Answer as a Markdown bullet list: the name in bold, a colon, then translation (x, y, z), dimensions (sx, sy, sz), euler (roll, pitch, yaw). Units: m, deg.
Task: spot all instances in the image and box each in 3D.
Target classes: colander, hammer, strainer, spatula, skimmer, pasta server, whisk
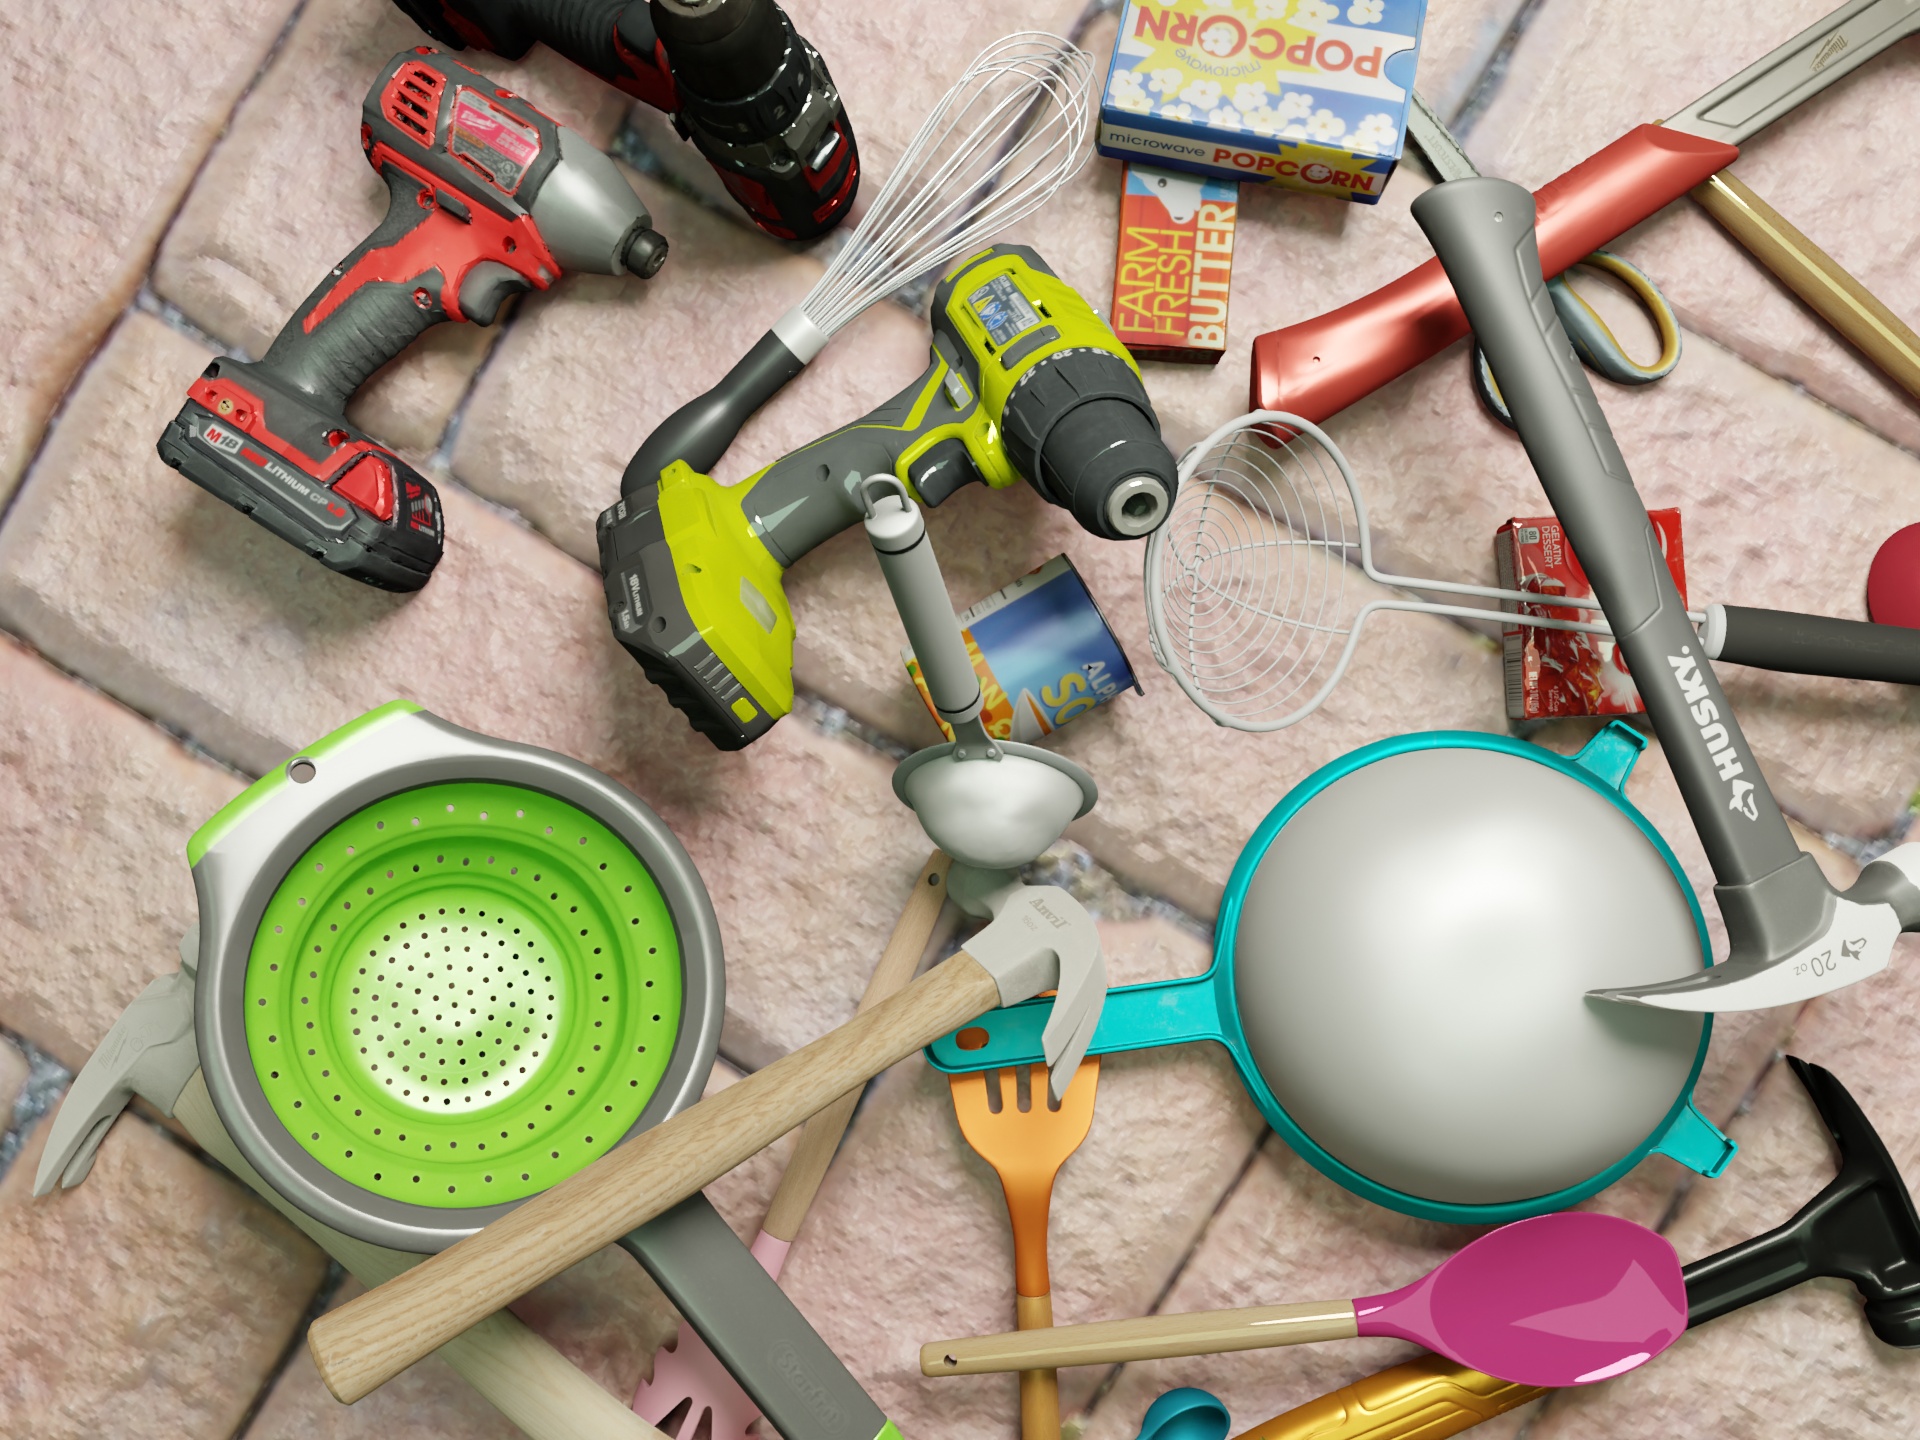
- **colander**: translation (-0.159, 0.180, 0.676), dimensions (0.204, 0.094, 0.397), euler (-40, 93, -27)
- **hammer**: translation (-0.224, 0.266, 0.693), dimensions (0.411, 0.038, 0.146), euler (36, 93, 11)
- **strainer**: translation (0.149, 0.111, 0.653), dimensions (0.340, 0.095, 0.211), euler (-8, 79, 3)
- **hammer**: translation (0.248, 0.266, 0.685), dimensions (0.337, 0.034, 0.127), euler (-24, 89, 1)
- **spatula**: translation (0.034, 0.275, 0.711), dimensions (0.081, 0.041, 0.322), euler (-3, 93, 2)
- **hammer**: translation (0.282, -0.217, 0.675), dimensions (0.359, 0.036, 0.149), euler (-33, 84, 1)
- **skimmer**: translation (0.251, -0.043, 0.633), dimensions (0.363, 0.090, 0.127), euler (7, 92, 1)
- **hammer**: translation (0.249, -0.050, 0.601), dimensions (0.146, 0.035, 0.335), euler (-23, 88, -12)
- **strainer**: translation (-0.001, -0.002, 0.608), dimensions (0.087, 0.258, 0.050), euler (-3, 54, 13)
- **hammer**: translation (-0.085, 0.157, 0.614), dimensions (0.331, 0.130, 0.031), euler (-28, 122, -19)
- **pasta server**: translation (-0.070, 0.204, 0.716), dimensions (0.060, 0.040, 0.316), euler (24, 87, 3)
- **whisk**: translation (-0.048, -0.193, 0.705), dimensions (0.284, 0.070, 0.070), euler (-43, 87, 6)

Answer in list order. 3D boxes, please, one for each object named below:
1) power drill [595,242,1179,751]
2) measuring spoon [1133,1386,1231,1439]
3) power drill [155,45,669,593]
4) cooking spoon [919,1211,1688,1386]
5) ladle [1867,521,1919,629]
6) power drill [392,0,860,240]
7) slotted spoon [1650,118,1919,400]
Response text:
- **power drill**: translation (-0.029, -0.088, 0.646), dimensions (0.228, 0.191, 0.080), euler (-32, 129, 7)
- **measuring spoon**: translation (0.055, 0.318, 0.693), dimensions (0.128, 0.021, 0.042), euler (-13, 122, -13)
- **power drill**: translation (-0.236, -0.173, 0.706), dimensions (0.143, 0.078, 0.219), euler (32, 88, 3)
- **cooking spoon**: translation (0.140, 0.254, 0.669), dimensions (0.319, 0.017, 0.069), euler (-8, 84, 6)
- **ladle**: translation (0.484, 0.057, 0.684), dimensions (0.069, 0.031, 0.315), euler (-26, 90, 4)
- **power drill**: translation (-0.147, -0.295, 0.648), dimensions (0.227, 0.188, 0.080), euler (35, 91, 7)
- **slotted spoon**: translation (0.417, -0.154, 0.690), dimensions (0.314, 0.031, 0.070), euler (44, 91, 5)
